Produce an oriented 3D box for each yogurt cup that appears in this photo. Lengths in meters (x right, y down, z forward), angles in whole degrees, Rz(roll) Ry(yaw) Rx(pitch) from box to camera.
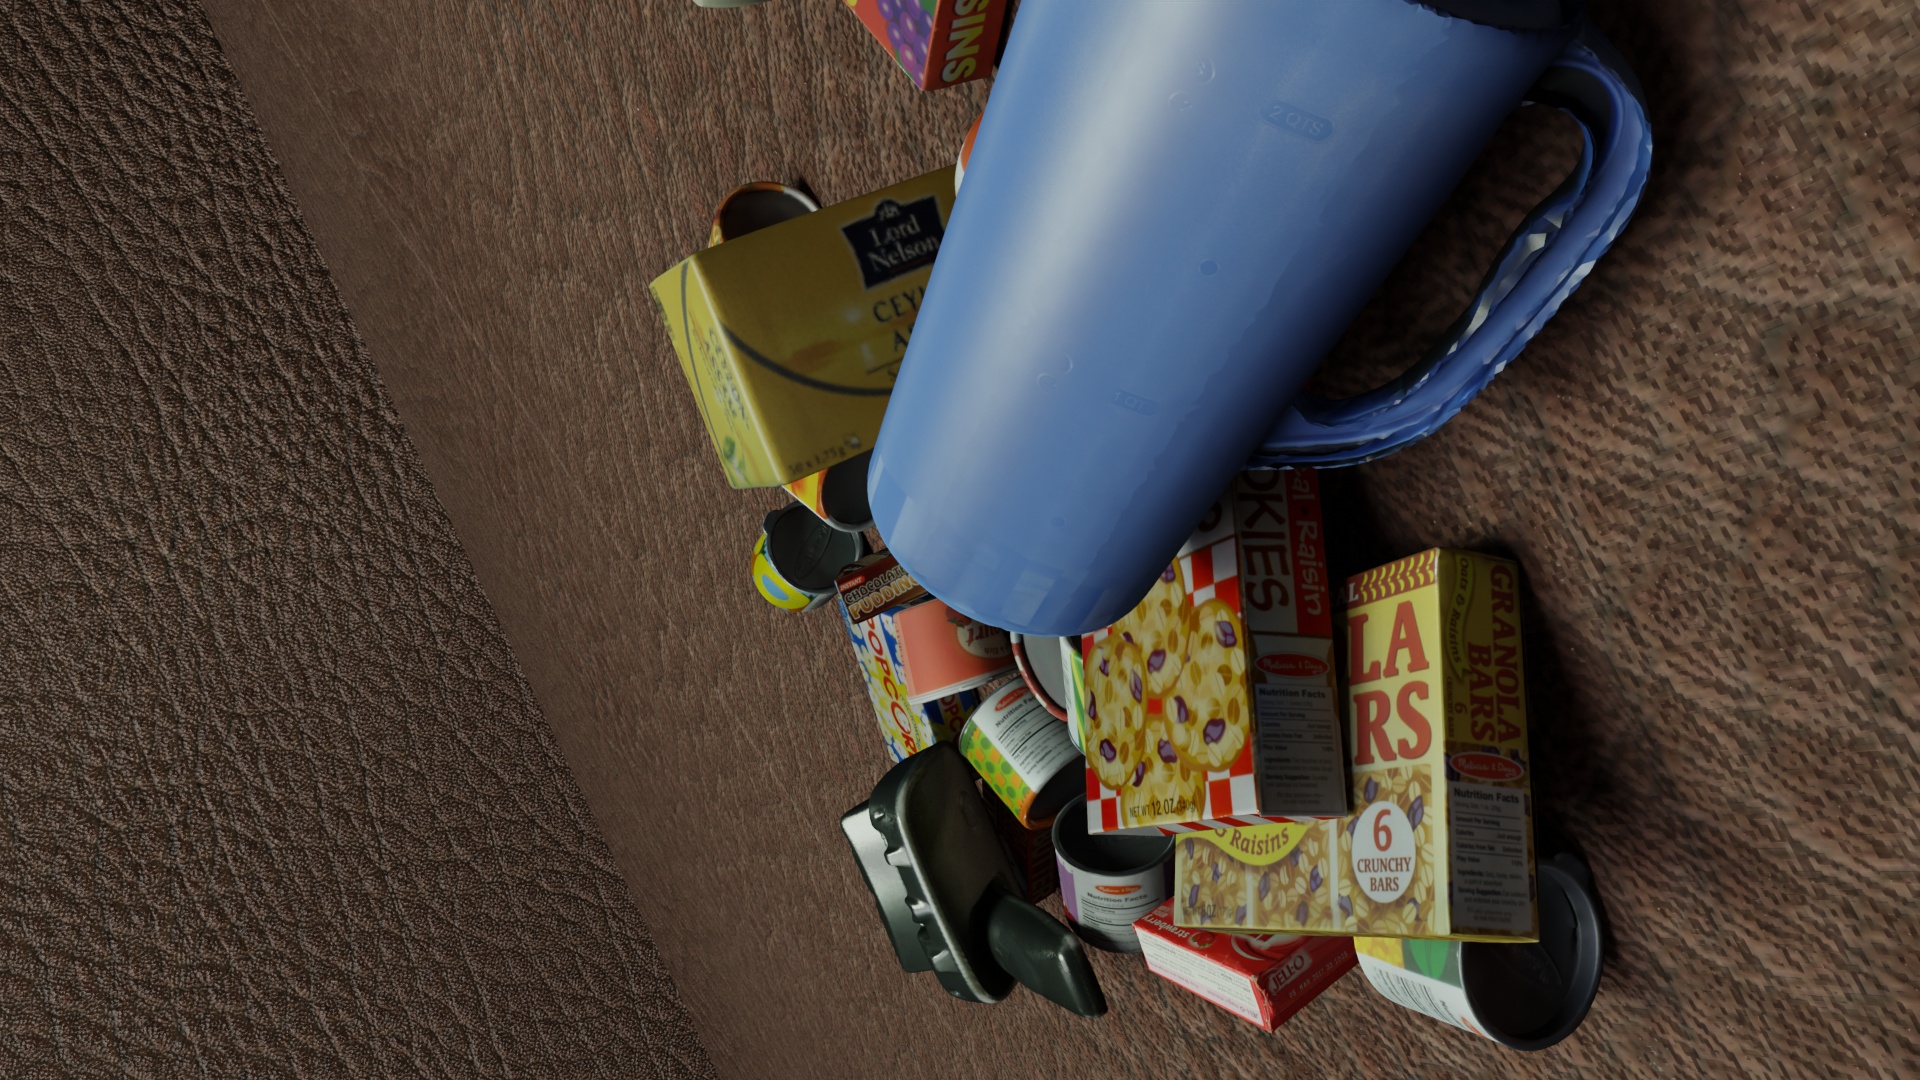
[{"bbox_3d":[-0.005,0.059,0.799,0.072,0.072,0.054,-25,82,64],"label":"yogurt cup"}]

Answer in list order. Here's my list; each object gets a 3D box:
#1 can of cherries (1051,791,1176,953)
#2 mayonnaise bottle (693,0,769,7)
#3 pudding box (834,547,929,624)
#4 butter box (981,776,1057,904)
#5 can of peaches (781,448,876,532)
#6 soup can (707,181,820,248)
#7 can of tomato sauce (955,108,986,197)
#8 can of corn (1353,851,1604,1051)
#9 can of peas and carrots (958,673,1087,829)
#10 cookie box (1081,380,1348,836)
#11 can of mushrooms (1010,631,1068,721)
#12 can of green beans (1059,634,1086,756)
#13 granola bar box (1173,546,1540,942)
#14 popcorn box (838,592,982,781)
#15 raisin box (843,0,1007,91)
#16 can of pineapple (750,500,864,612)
[{"bbox_3d":[0.085,0.170,0.730,0.071,0.072,0.058,32,140,49],"label":"can of cherries"},{"bbox_3d":[-0.097,-0.319,0.635,0.041,0.065,0.147,54,149,23],"label":"mayonnaise bottle"},{"bbox_3d":[-0.045,0.023,0.825,0.084,0.050,0.030,-116,3,-85],"label":"pudding box"},{"bbox_3d":[0.037,0.178,0.869,0.053,0.024,0.103,43,147,39],"label":"butter box"},{"bbox_3d":[-0.070,-0.048,0.823,0.058,0.071,0.071,36,143,44],"label":"can of peaches"},{"bbox_3d":[-0.118,-0.156,0.806,0.071,0.071,0.083,59,154,12],"label":"soup can"},{"bbox_3d":[0.048,-0.131,0.524,0.083,0.071,0.070,39,145,42],"label":"can of tomato sauce"},{"bbox_3d":[0.188,0.142,0.505,0.058,0.071,0.071,-8,106,66],"label":"can of corn"},{"bbox_3d":[0.043,0.115,0.756,0.059,0.071,0.070,46,149,32],"label":"can of peas and carrots"},{"bbox_3d":[0.089,0.025,0.533,0.122,0.040,0.168,146,126,-64],"label":"cookie box"},{"bbox_3d":[0.058,0.060,0.713,0.071,0.033,0.070,42,146,38],"label":"can of mushrooms"},{"bbox_3d":[0.080,0.061,0.635,0.071,0.071,0.057,34,140,47],"label":"can of green beans"},{"bbox_3d":[0.137,0.082,0.512,0.165,0.039,0.124,147,129,-64],"label":"granola bar box"},{"bbox_3d":[-0.028,0.091,0.898,0.085,0.038,0.126,12,123,58],"label":"popcorn box"},{"bbox_3d":[-0.027,-0.261,0.579,0.124,0.040,0.085,54,152,24],"label":"raisin box"},{"bbox_3d":[-0.105,0.010,0.937,0.071,0.071,0.057,62,154,6],"label":"can of pineapple"}]
